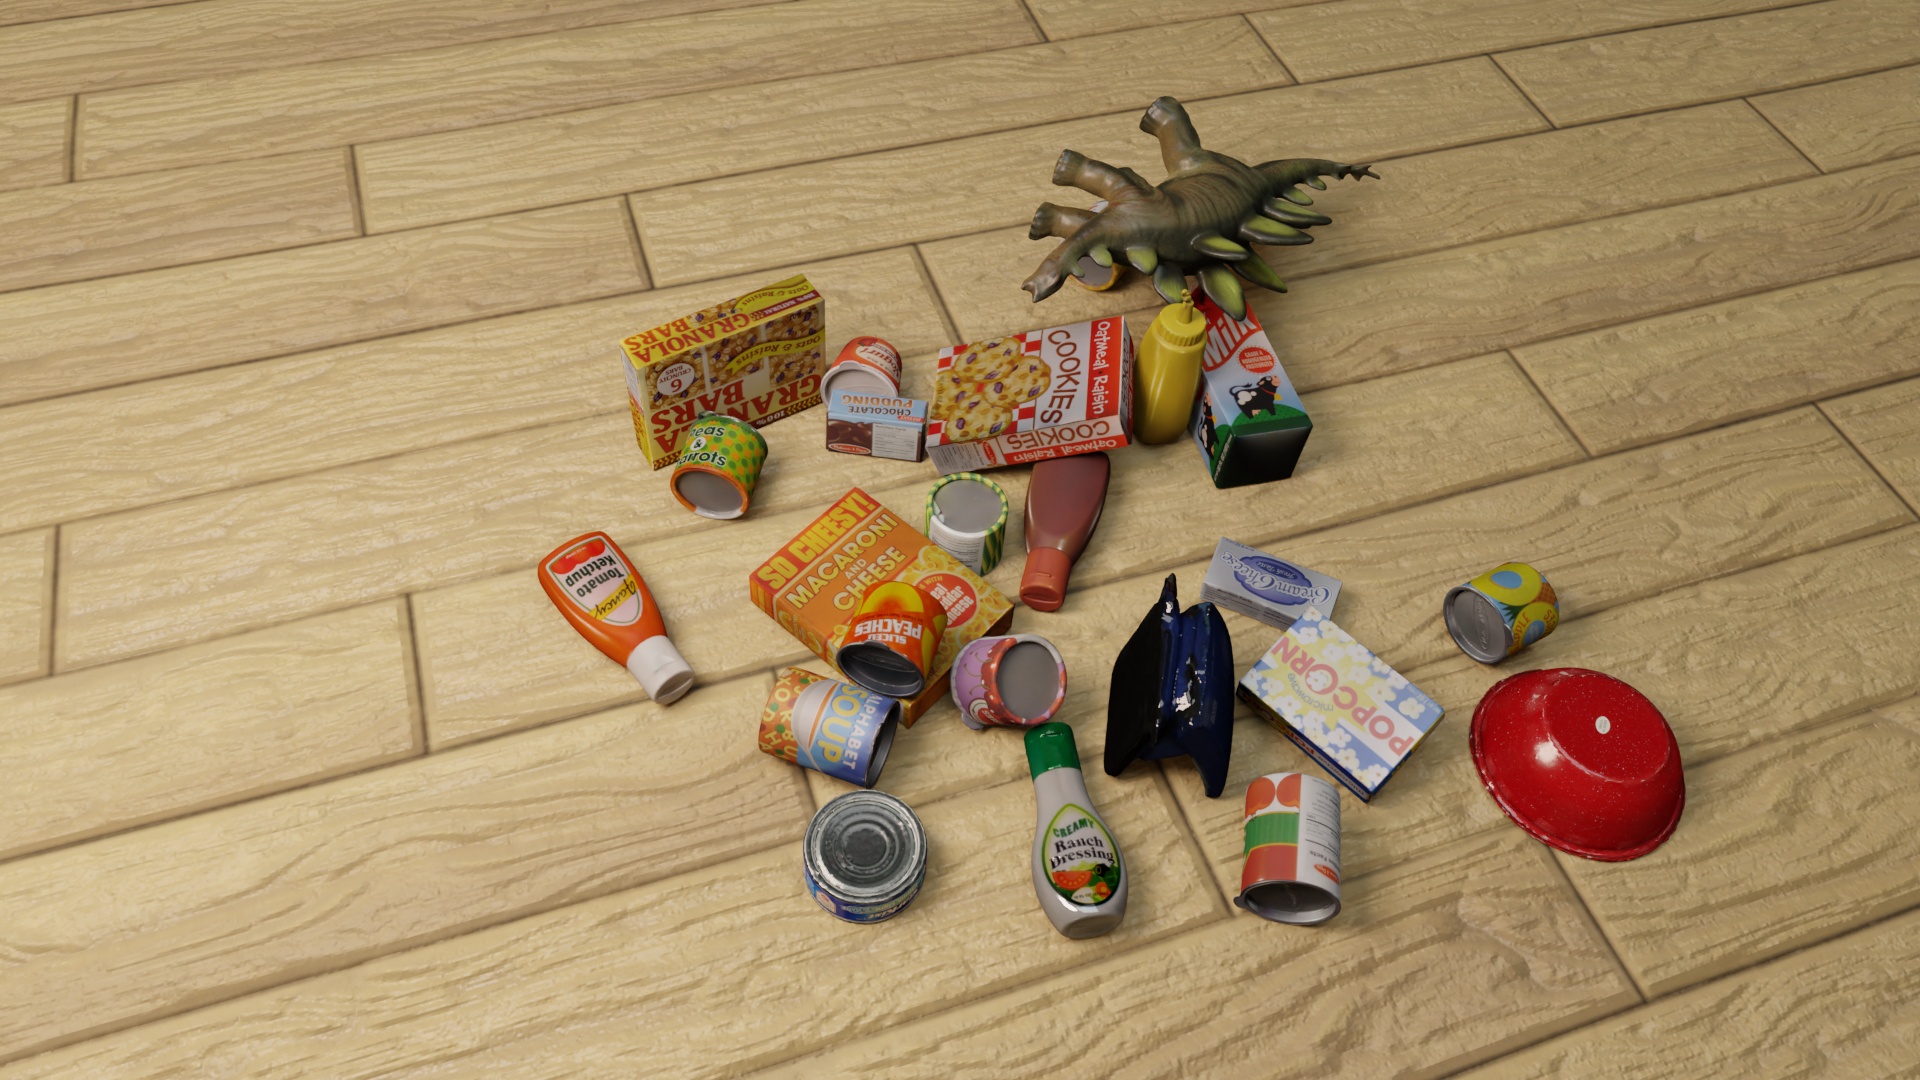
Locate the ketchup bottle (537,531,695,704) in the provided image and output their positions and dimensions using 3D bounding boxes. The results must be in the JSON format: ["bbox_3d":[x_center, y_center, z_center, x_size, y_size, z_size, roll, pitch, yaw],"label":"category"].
[{"bbox_3d":[-0.255,0.060,1.045,0.065,0.043,0.149,-32,62,-25],"label":"ketchup bottle"}]

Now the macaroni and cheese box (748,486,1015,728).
[{"bbox_3d":[-0.061,0.049,1.072,0.167,0.040,0.124,36,59,20],"label":"macaroni and cheese box"}]

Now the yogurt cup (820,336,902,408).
[{"bbox_3d":[-0.082,-0.139,1.199,0.072,0.072,0.054,11,45,3],"label":"yogurt cup"}]

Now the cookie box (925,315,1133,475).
[{"bbox_3d":[0.061,-0.122,1.175,0.167,0.040,0.123,-8,47,17],"label":"cookie box"}]

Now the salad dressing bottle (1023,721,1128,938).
[{"bbox_3d":[0.075,0.199,0.967,0.064,0.043,0.148,-6,53,-8],"label":"salad dressing bottle"}]

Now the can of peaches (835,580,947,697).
[{"bbox_3d":[-0.048,0.069,0.989,0.071,0.071,0.058,16,54,7],"label":"can of peaches"}]

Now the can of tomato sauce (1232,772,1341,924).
[{"bbox_3d":[0.226,0.212,0.957,0.071,0.070,0.083,10,52,3],"label":"can of tomato sauce"}]

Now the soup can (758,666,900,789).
[{"bbox_3d":[-0.093,0.131,0.987,0.084,0.071,0.072,17,54,9],"label":"soup can"}]

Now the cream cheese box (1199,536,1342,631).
[{"bbox_3d":[0.249,0.040,1.115,0.104,0.024,0.053,21,55,11],"label":"cream cheese box"}]

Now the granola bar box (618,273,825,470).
[{"bbox_3d":[-0.193,-0.140,1.151,0.166,0.123,0.039,-25,59,-22],"label":"granola bar box"}]

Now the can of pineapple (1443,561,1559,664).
[{"bbox_3d":[0.425,0.057,1.089,0.058,0.070,0.071,-22,58,-20],"label":"can of pineapple"}]

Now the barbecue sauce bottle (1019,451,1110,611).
[{"bbox_3d":[0.080,-0.012,1.128,0.065,0.043,0.149,9,53,10],"label":"barbecue sauce bottle"}]

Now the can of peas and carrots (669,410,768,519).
[{"bbox_3d":[-0.196,-0.060,1.124,0.071,0.070,0.059,11,54,3],"label":"can of peas and carrots"}]

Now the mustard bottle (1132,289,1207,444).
[{"bbox_3d":[0.177,-0.150,1.168,0.049,0.159,0.065,-6,55,-11],"label":"mustard bottle"}]

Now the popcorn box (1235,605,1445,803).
[{"bbox_3d":[0.281,0.121,1.034,0.085,0.038,0.127,-44,66,-12],"label":"popcorn box"}]

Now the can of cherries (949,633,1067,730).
[{"bbox_3d":[0.035,0.104,1.010,0.071,0.058,0.071,5,81,-33],"label":"can of cherries"}]

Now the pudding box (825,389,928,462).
[{"bbox_3d":[-0.071,-0.097,1.176,0.084,0.049,0.030,7,51,1],"label":"pudding box"}]

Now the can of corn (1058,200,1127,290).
[{"bbox_3d":[0.136,-0.278,1.322,0.071,0.070,0.058,29,57,17],"label":"can of corn"}]

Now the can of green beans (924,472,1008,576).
[{"bbox_3d":[0.004,-0.012,1.112,0.071,0.057,0.071,2,53,-3],"label":"can of green beans"}]

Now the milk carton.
[{"bbox_3d":[0.232,-0.144,1.223,0.073,0.072,0.191,-9,54,-12],"label":"milk carton"}]
